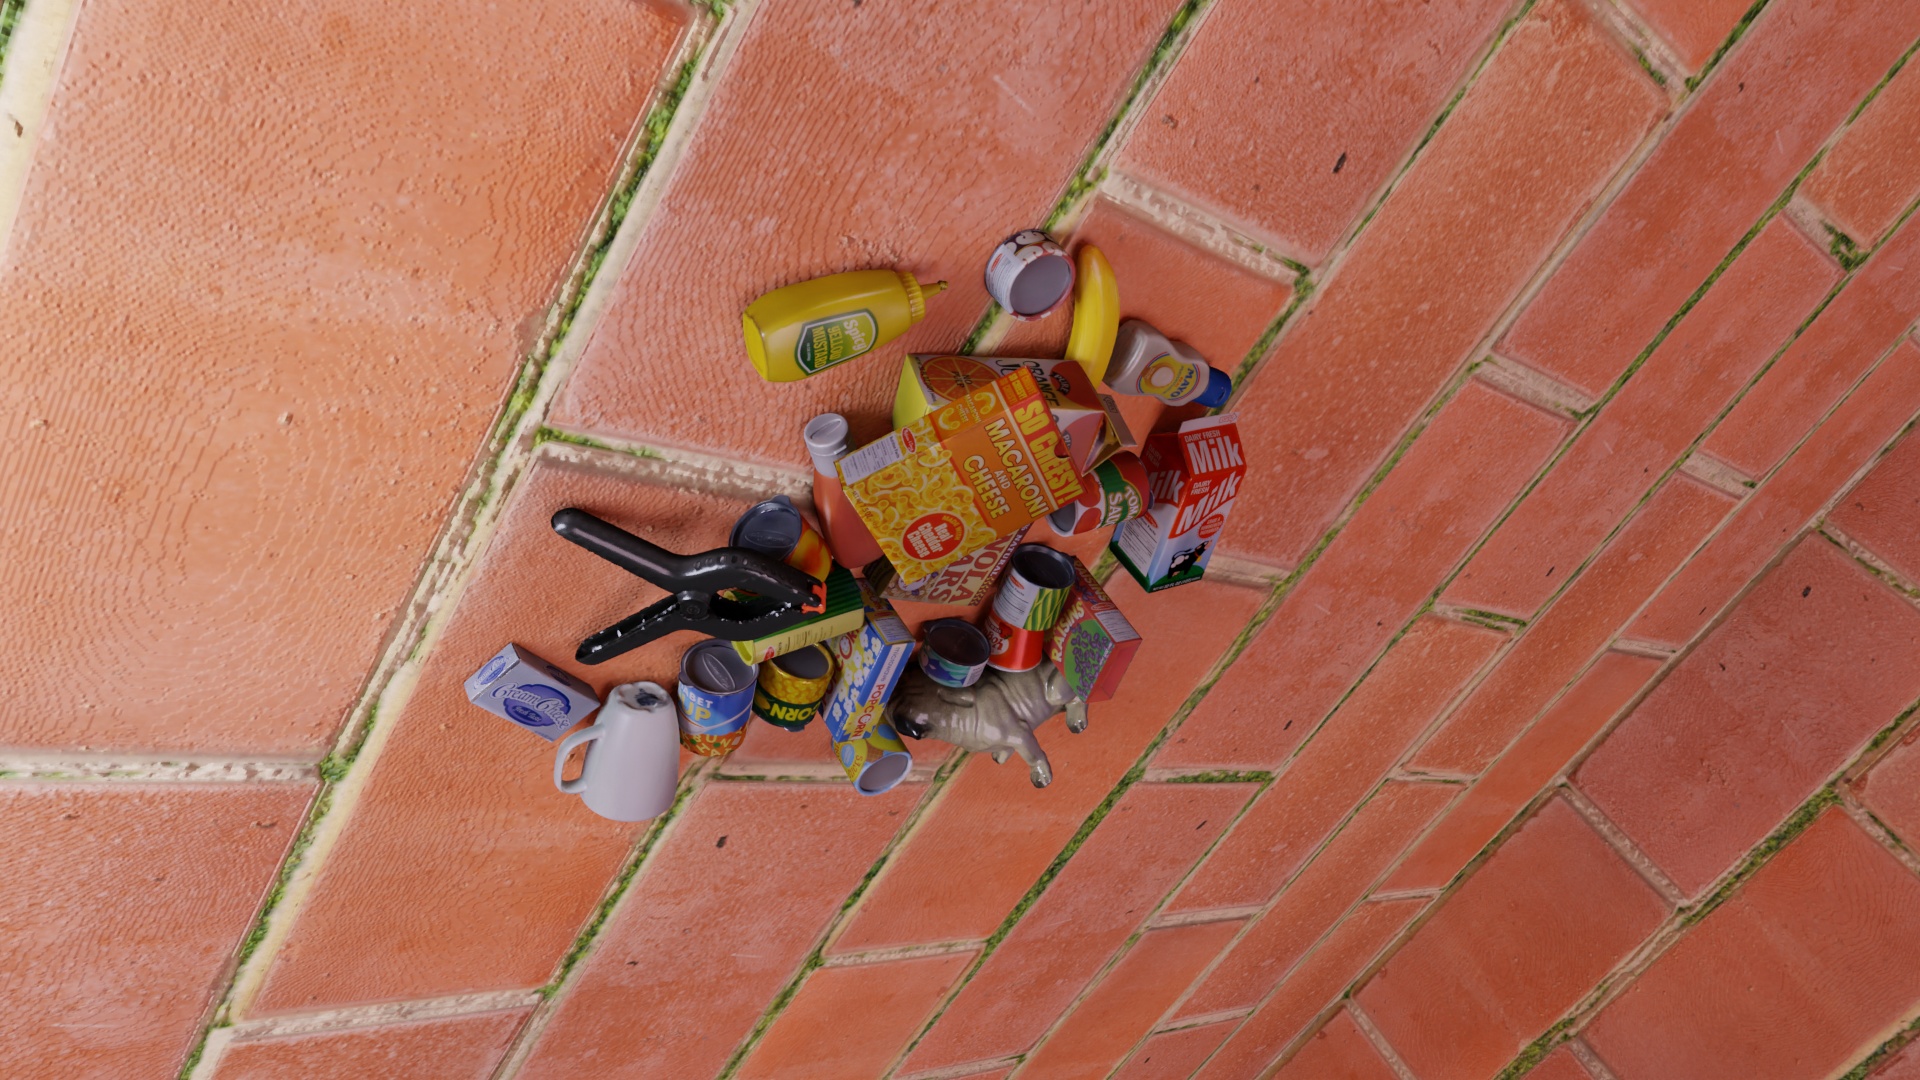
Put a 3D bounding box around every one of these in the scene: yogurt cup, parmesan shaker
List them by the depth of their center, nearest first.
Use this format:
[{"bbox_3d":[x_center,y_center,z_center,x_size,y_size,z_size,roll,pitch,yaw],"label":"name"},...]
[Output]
[{"bbox_3d":[-0.143,0.061,1.191,0.103,0.071,0.071,-18,139,-25],"label":"parmesan shaker"},{"bbox_3d":[0.053,0.090,1.380,0.072,0.072,0.053,-9,127,-32],"label":"yogurt cup"}]

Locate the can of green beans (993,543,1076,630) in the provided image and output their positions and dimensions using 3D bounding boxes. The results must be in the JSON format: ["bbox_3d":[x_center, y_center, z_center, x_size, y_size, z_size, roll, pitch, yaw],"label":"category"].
[{"bbox_3d":[0.072,0.045,1.344,0.071,0.071,0.057,-8,135,-33],"label":"can of green beans"}]

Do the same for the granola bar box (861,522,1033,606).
[{"bbox_3d":[0.004,-0.016,1.248,0.124,0.039,0.164,7,125,-43],"label":"granola bar box"}]

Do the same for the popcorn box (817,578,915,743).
[{"bbox_3d":[-0.095,0.109,1.262,0.038,0.085,0.126,-2,131,-38],"label":"popcorn box"}]

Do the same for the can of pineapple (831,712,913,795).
[{"bbox_3d":[-0.090,0.215,1.400,0.071,0.058,0.070,-22,140,-19],"label":"can of pineapple"}]

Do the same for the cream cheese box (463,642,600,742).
[{"bbox_3d":[-0.347,0.125,1.128,0.053,0.024,0.103,-40,143,3],"label":"cream cheese box"}]

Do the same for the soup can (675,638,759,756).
[{"bbox_3d":[-0.217,0.138,1.211,0.071,0.071,0.083,-11,136,-30],"label":"soup can"}]

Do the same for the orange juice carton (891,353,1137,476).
[{"bbox_3d":[0.048,-0.100,1.132,0.193,0.072,0.072,-1,131,-20],"label":"orange juice carton"}]

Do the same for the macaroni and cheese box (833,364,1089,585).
[{"bbox_3d":[0.004,-0.048,1.083,0.166,0.040,0.123,-26,135,4],"label":"macaroni and cheese box"}]

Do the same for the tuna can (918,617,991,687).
[{"bbox_3d":[-0.008,0.108,1.350,0.071,0.071,0.032,-7,134,-34],"label":"tuna can"}]

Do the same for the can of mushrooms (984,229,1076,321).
[{"bbox_3d":[0.057,-0.208,1.092,0.071,0.033,0.070,-21,139,-19],"label":"can of mushrooms"}]

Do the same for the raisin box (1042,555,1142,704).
[{"bbox_3d":[0.120,0.088,1.380,0.040,0.124,0.085,-7,134,-33],"label":"raisin box"}]

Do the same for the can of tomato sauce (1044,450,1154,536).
[{"bbox_3d":[0.126,-0.042,1.291,0.083,0.071,0.070,-14,137,-26],"label":"can of tomato sauce"}]

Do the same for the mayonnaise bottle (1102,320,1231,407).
[{"bbox_3d":[0.188,-0.152,1.250,0.148,0.041,0.064,11,121,-44],"label":"mayonnaise bottle"}]

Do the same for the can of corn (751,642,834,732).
[{"bbox_3d":[-0.152,0.127,1.248,0.071,0.071,0.058,-2,130,-37],"label":"can of corn"}]

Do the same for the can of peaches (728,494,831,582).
[{"bbox_3d":[-0.145,0.007,1.132,0.071,0.071,0.058,-37,143,0],"label":"can of peaches"}]

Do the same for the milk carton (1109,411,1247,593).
[{"bbox_3d":[0.217,-0.045,1.359,0.072,0.074,0.189,-13,136,-28],"label":"milk carton"}]

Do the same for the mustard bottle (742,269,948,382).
[{"bbox_3d":[-0.077,-0.166,1.015,0.161,0.049,0.065,-22,142,-19],"label":"mustard bottle"}]

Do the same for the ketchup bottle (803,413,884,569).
[{"bbox_3d":[-0.092,-0.041,1.139,0.065,0.043,0.148,-34,143,-15],"label":"ketchup bottle"}]
